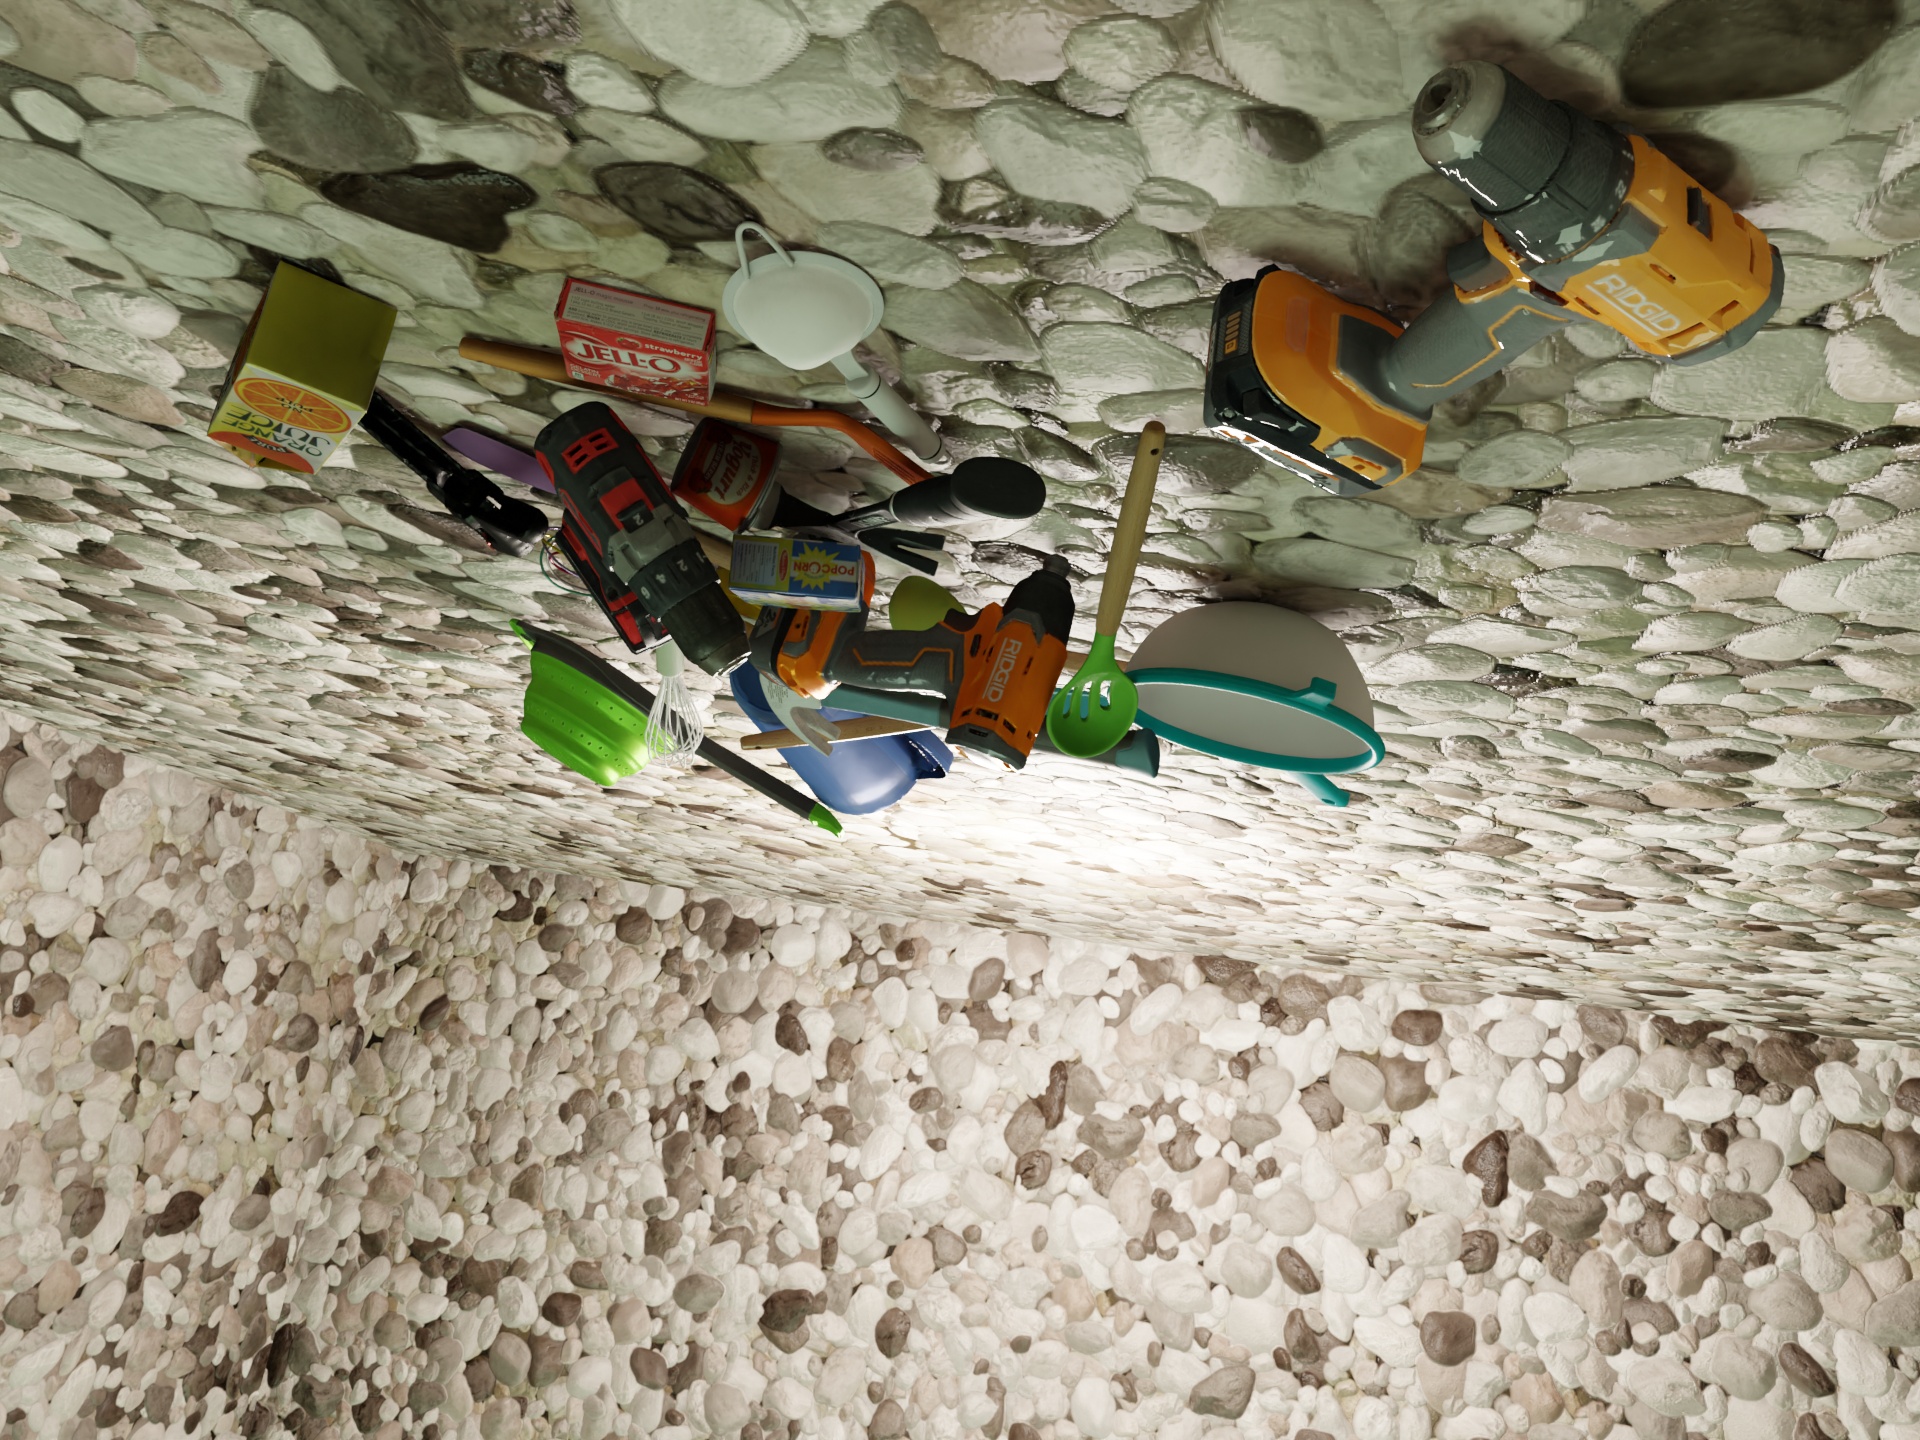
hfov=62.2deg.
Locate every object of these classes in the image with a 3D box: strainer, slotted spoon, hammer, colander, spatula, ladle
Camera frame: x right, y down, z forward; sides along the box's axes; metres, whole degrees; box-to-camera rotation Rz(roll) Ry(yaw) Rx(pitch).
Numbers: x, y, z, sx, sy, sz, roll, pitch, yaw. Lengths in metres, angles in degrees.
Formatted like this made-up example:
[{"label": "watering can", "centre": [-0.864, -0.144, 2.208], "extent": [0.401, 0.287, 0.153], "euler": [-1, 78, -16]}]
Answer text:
[{"label": "strainer", "centre": [-0.058, -0.197, 0.911], "extent": [0.087, 0.050, 0.258], "euler": [-11, 162, 20]}, {"label": "slotted spoon", "centre": [0.103, -0.079, 1.056], "extent": [0.070, 0.031, 0.313], "euler": [-10, 145, -12]}, {"label": "hammer", "centre": [-0.032, -0.125, 0.965], "extent": [0.149, 0.036, 0.409], "euler": [15, 179, -18]}, {"label": "colander", "centre": [-0.304, 0.042, 1.593], "extent": [0.397, 0.094, 0.204], "euler": [30, 166, 8]}, {"label": "strainer", "centre": [0.254, -0.015, 1.255], "extent": [0.211, 0.095, 0.340], "euler": [8, 166, 33]}, {"label": "spatula", "centre": [-0.155, -0.189, 0.995], "extent": [0.322, 0.041, 0.081], "euler": [12, 180, -2]}, {"label": "spatula", "centre": [-0.249, -0.156, 1.228], "extent": [0.315, 0.018, 0.060], "euler": [22, 162, -35]}, {"label": "spatula", "centre": [-0.031, 0.007, 1.381], "extent": [0.317, 0.044, 0.082], "euler": [-7, 145, -9]}, {"label": "hammer", "centre": [-0.002, -0.004, 1.280], "extent": [0.331, 0.033, 0.128], "euler": [12, 135, 10]}, {"label": "ladle", "centre": [0.089, -0.062, 1.327], "extent": [0.320, 0.062, 0.078], "euler": [9, 165, -24]}]

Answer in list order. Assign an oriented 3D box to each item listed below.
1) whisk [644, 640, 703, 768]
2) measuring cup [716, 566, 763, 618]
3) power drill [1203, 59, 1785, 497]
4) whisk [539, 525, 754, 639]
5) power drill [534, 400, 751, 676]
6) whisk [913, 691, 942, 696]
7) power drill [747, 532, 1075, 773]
[{"label": "whisk", "centre": [-0.261, -0.042, 1.440], "extent": [0.059, 0.058, 0.246], "euler": [-24, 145, -27]}, {"label": "measuring cup", "centre": [-0.227, -0.127, 1.325], "extent": [0.156, 0.029, 0.062], "euler": [23, 168, -3]}, {"label": "power drill", "centre": [0.204, -0.187, 0.694], "extent": [0.185, 0.084, 0.226], "euler": [20, 158, -31]}, {"label": "whisk", "centre": [-0.238, -0.097, 1.301], "extent": [0.244, 0.051, 0.047], "euler": [26, 161, -37]}, {"label": "power drill", "centre": [-0.207, -0.103, 1.072], "extent": [0.188, 0.080, 0.226], "euler": [56, 169, -1]}, {"label": "whisk", "centre": [-0.001, -0.034, 1.451], "extent": [0.070, 0.070, 0.284], "euler": [6, 169, 17]}, {"label": "power drill", "centre": [-0.028, -0.069, 1.184], "extent": [0.226, 0.164, 0.084], "euler": [18, 169, 21]}]
